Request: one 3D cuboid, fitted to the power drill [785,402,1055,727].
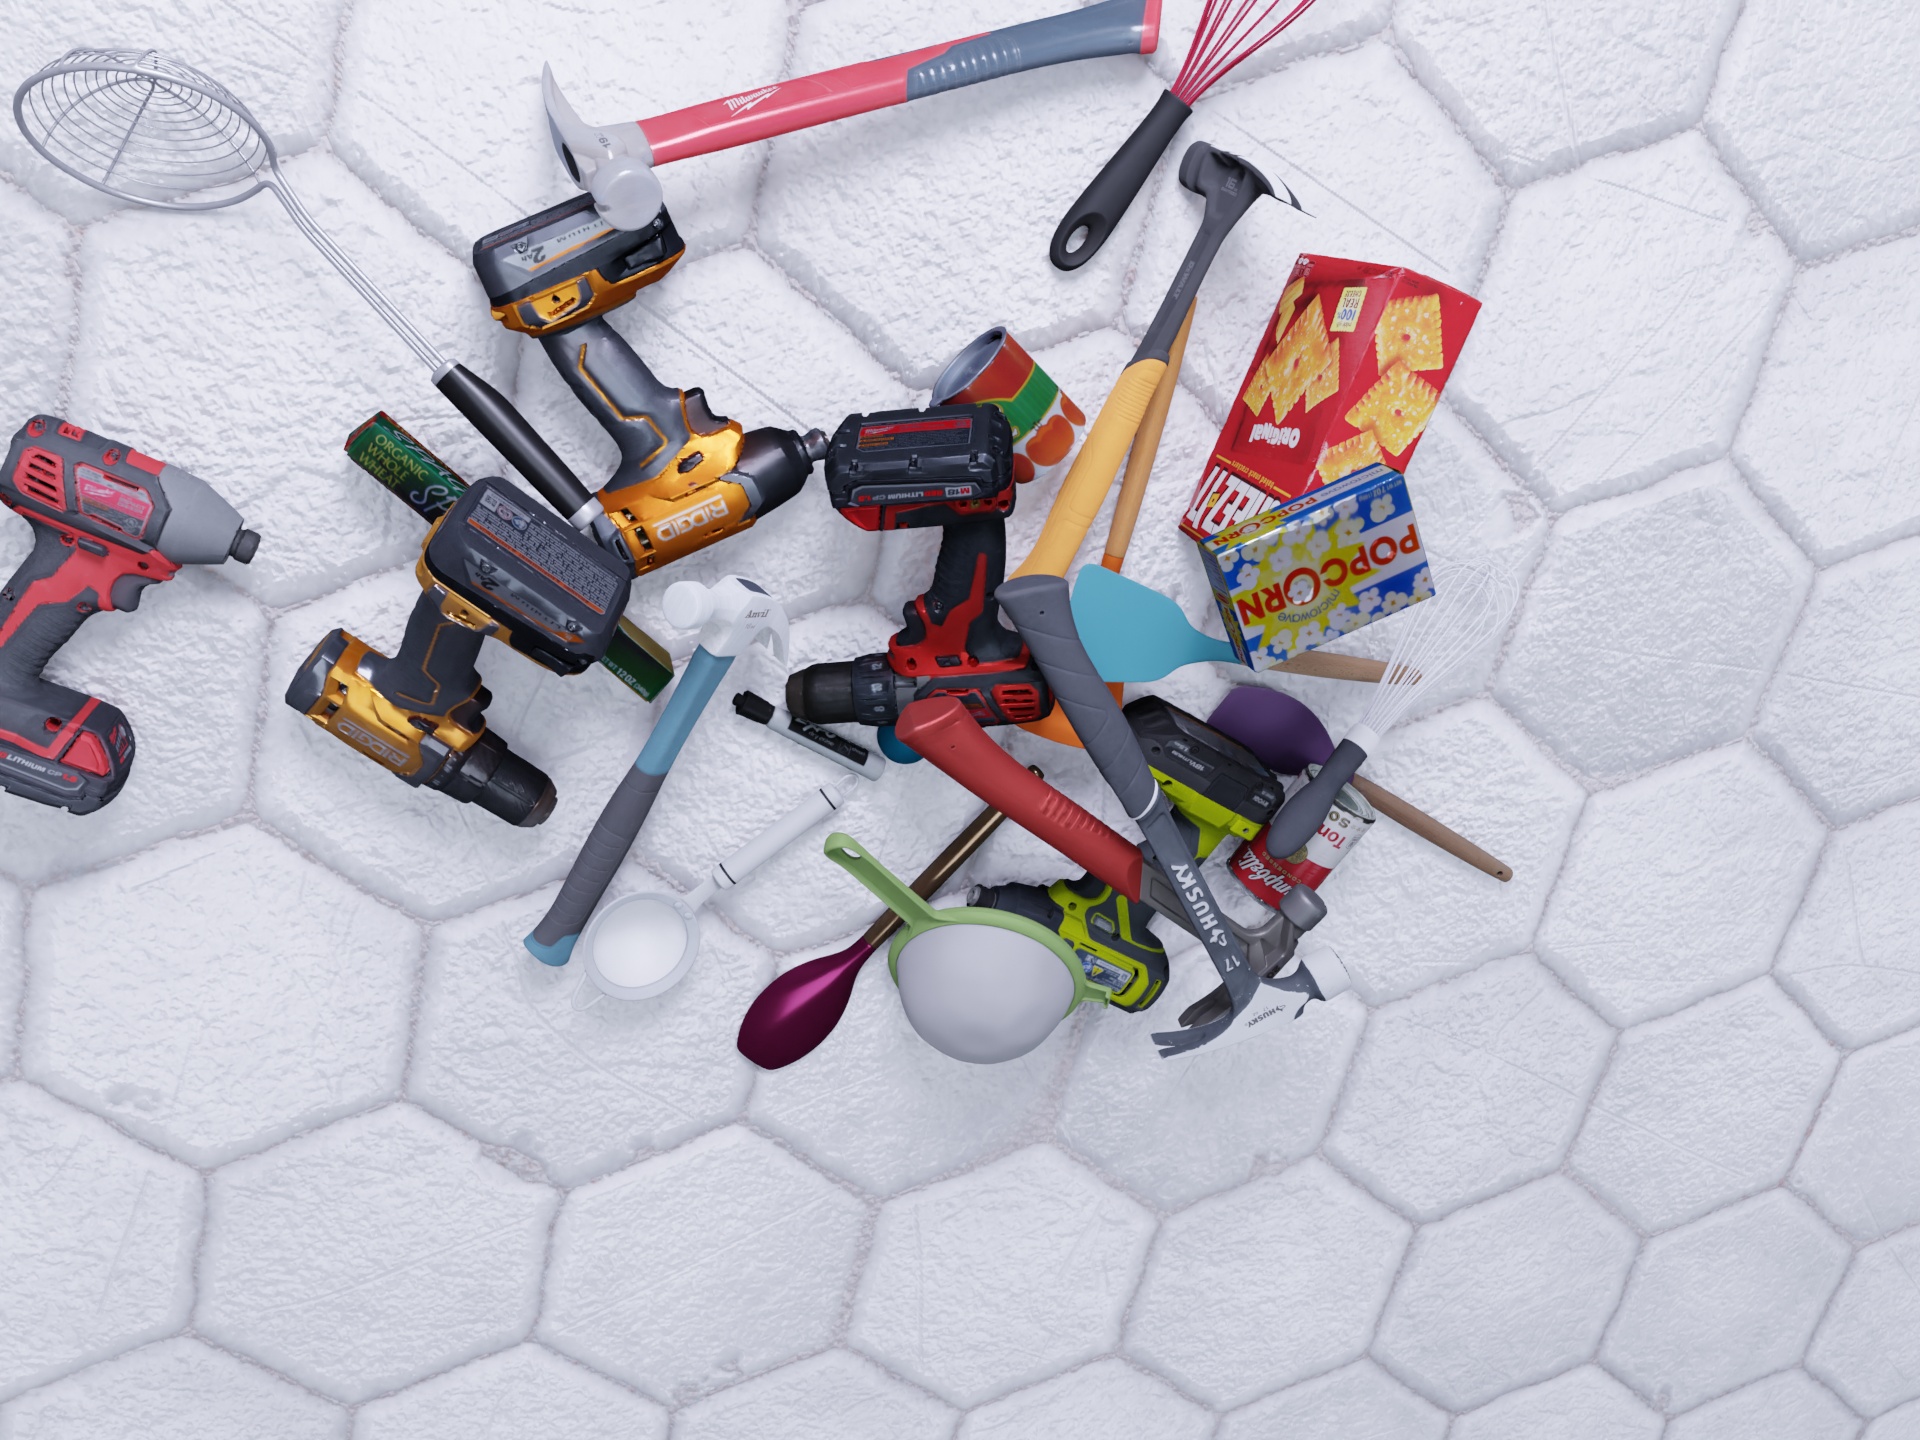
[{"bbox_3d":[-0.038,-0.087,1.059,0.188,0.080,0.226,-4,126,7],"label":"power drill"}]

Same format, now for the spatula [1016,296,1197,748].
[{"bbox_3d":[0.115,-0.138,1.119,0.081,0.041,0.322,17,106,7],"label":"spatula"}]

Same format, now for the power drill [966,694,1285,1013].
[{"bbox_3d":[0.123,0.101,1.196,0.171,0.080,0.223,28,107,-21],"label":"power drill"}]

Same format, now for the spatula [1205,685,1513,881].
[{"bbox_3d":[0.327,0.056,1.259,0.315,0.018,0.059,30,112,-22],"label":"spatula"}]

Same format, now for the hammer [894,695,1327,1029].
[{"bbox_3d":[0.093,0.099,1.129,0.358,0.037,0.149,35,108,-24],"label":"hammer"}]

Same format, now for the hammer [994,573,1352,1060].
[{"bbox_3d":[0.128,0.071,1.081,0.149,0.036,0.408,-30,116,3],"label":"hammer"}]

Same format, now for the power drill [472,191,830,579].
[{"bbox_3d":[-0.187,-0.215,0.996,0.164,0.084,0.226,-24,119,-4],"label":"power drill"}]

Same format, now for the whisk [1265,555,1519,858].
[{"bbox_3d":[0.315,-0.010,1.170,0.070,0.070,0.284,43,80,-24],"label":"whisk"}]

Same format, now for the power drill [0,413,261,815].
[{"bbox_3d":[-0.533,-0.062,0.976,0.143,0.079,0.219,23,101,-21],"label":"power drill"}]

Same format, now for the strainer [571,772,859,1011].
[{"bbox_3d":[-0.178,0.118,1.151,0.258,0.050,0.086,-37,121,-4],"label":"strainer"}]

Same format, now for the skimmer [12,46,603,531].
[{"bbox_3d":[-0.360,-0.230,0.911,0.363,0.127,0.090,47,53,-15],"label":"skimmer"}]

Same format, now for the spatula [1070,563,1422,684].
[{"bbox_3d":[0.216,-0.050,1.159,0.317,0.044,0.082,6,100,-32],"label":"spatula"}]

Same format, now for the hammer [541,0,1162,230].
[{"bbox_3d":[-0.055,-0.392,0.960,0.386,0.143,0.038,-21,143,-16],"label":"hammer"}]

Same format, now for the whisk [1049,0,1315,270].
[{"bbox_3d":[0.151,-0.413,1.014,0.073,0.073,0.295,31,108,-22],"label":"whisk"}]

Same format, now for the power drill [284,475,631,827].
[{"bbox_3d":[-0.298,-0.028,1.007,0.185,0.084,0.226,37,127,-22],"label":"power drill"}]

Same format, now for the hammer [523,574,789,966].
[{"bbox_3d":[-0.217,0.041,1.080,0.033,0.128,0.331,42,113,20],"label":"hammer"}]

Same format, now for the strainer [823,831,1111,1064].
[{"bbox_3d":[-0.016,0.177,1.151,0.151,0.069,0.256,-23,127,31],"label":"strainer"}]

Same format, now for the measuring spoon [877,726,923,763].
[{"bbox_3d":[-0.002,-0.004,1.139,0.128,0.021,0.042,-26,110,12],"label":"measuring spoon"}]

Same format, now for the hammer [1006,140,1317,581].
[{"bbox_3d":[0.116,-0.211,1.059,0.034,0.127,0.336,15,113,-30],"label":"hammer"}]

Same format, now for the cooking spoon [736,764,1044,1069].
[{"bbox_3d":[-0.051,0.150,1.205,0.068,0.017,0.319,40,98,-25],"label":"cooking spoon"}]
